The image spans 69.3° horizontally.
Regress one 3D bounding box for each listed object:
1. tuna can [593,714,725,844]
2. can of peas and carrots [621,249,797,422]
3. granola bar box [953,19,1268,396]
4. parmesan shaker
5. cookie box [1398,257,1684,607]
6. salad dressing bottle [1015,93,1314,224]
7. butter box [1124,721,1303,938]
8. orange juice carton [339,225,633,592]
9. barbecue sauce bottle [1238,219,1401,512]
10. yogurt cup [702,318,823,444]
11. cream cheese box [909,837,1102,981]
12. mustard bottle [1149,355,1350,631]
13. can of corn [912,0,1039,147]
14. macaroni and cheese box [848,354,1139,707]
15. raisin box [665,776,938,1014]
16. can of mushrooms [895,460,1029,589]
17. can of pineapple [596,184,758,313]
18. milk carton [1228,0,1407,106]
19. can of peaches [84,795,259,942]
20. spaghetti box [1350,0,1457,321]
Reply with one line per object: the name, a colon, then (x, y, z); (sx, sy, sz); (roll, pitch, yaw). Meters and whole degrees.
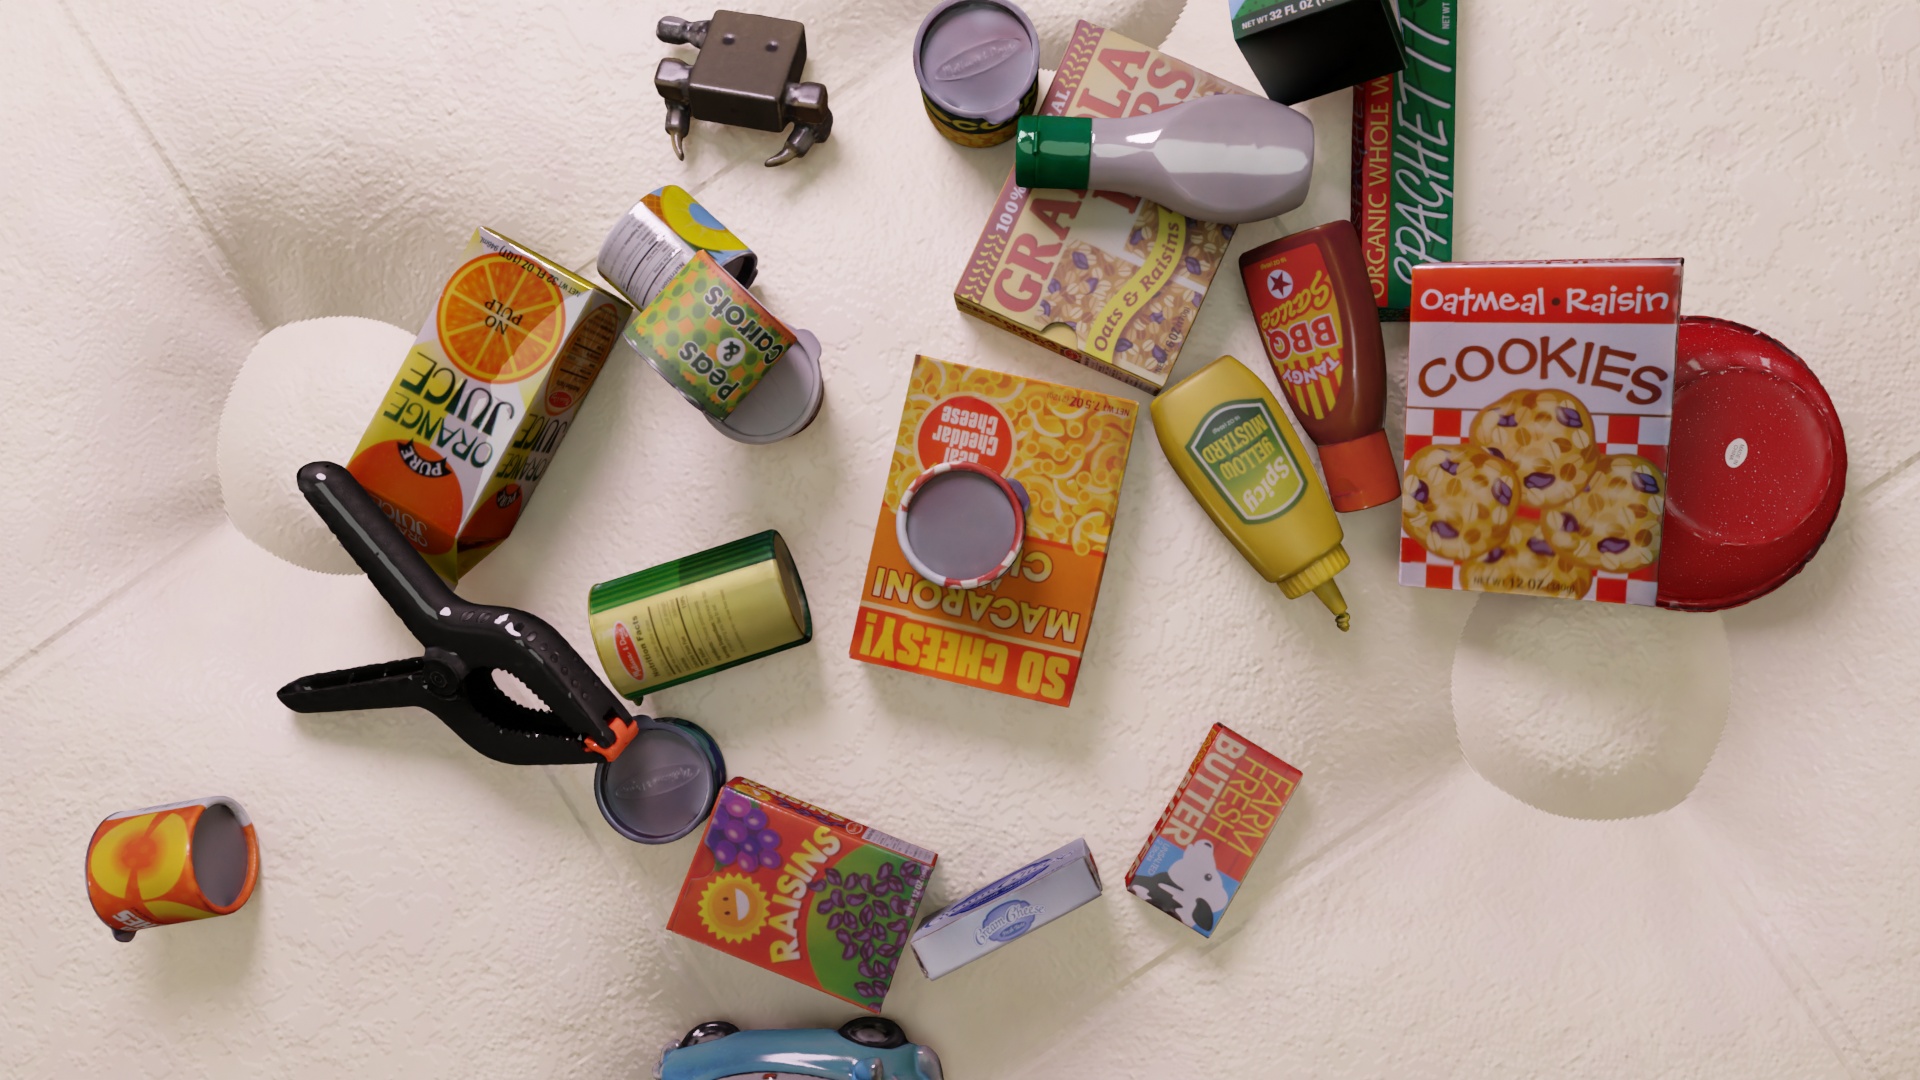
tuna can: (-0.165, 0.129, 0.763); (0.071, 0.033, 0.071); (0, 89, 3)
can of peas and carrots: (-0.123, -0.101, 0.691); (0.071, 0.071, 0.058); (43, 92, 3)
granola bar box: (0.086, -0.179, 0.752); (0.124, 0.039, 0.165); (24, 90, 3)
parmesan shaker: (-0.137, 0.042, 0.748); (0.103, 0.071, 0.071); (-17, 88, 2)
cookie box: (0.290, -0.057, 0.702); (0.123, 0.040, 0.167); (5, 103, 26)
salad dressing bottle: (0.103, -0.196, 0.710); (0.148, 0.044, 0.064); (4, 91, 3)
butter box: (0.136, 0.155, 0.751); (0.053, 0.024, 0.103); (30, 91, 3)
orange juice carton: (-0.262, -0.064, 0.752); (0.072, 0.073, 0.192); (29, 91, 3)
barbecue sauce bottle: (0.197, -0.090, 0.736); (0.044, 0.064, 0.148); (-21, 96, -38)
yogurt cup: (-0.105, -0.084, 0.753); (0.072, 0.054, 0.072); (0, 89, 3)
cream cheese box: (0.026, 0.196, 0.741); (0.104, 0.053, 0.024); (-28, 86, 2)
mustard bottle: (0.165, -0.020, 0.740); (0.065, 0.049, 0.160); (-34, 87, 4)
can of corn: (0.011, -0.249, 0.747); (0.071, 0.058, 0.071); (0, 89, 3)
macaroni and cheese box: (0.018, -0.005, 0.752); (0.124, 0.040, 0.166); (13, 89, 4)
raisin box: (-0.085, 0.191, 0.754); (0.123, 0.040, 0.086); (21, 91, 4)
can of mushrooms: (0.003, -0.009, 0.715); (0.071, 0.033, 0.071); (0, 88, 4)
can of pineapple: (-0.152, -0.149, 0.752); (0.058, 0.071, 0.071); (43, 92, 3)
milk carton: (0.173, -0.328, 0.711); (0.072, 0.073, 0.191); (-11, 71, 26)
can of peaches: (-0.429, 0.179, 0.759); (0.058, 0.071, 0.071); (-10, 89, 2)
spaghetti box: (0.239, -0.243, 0.750); (0.050, 0.028, 0.250); (1, 89, 4)
